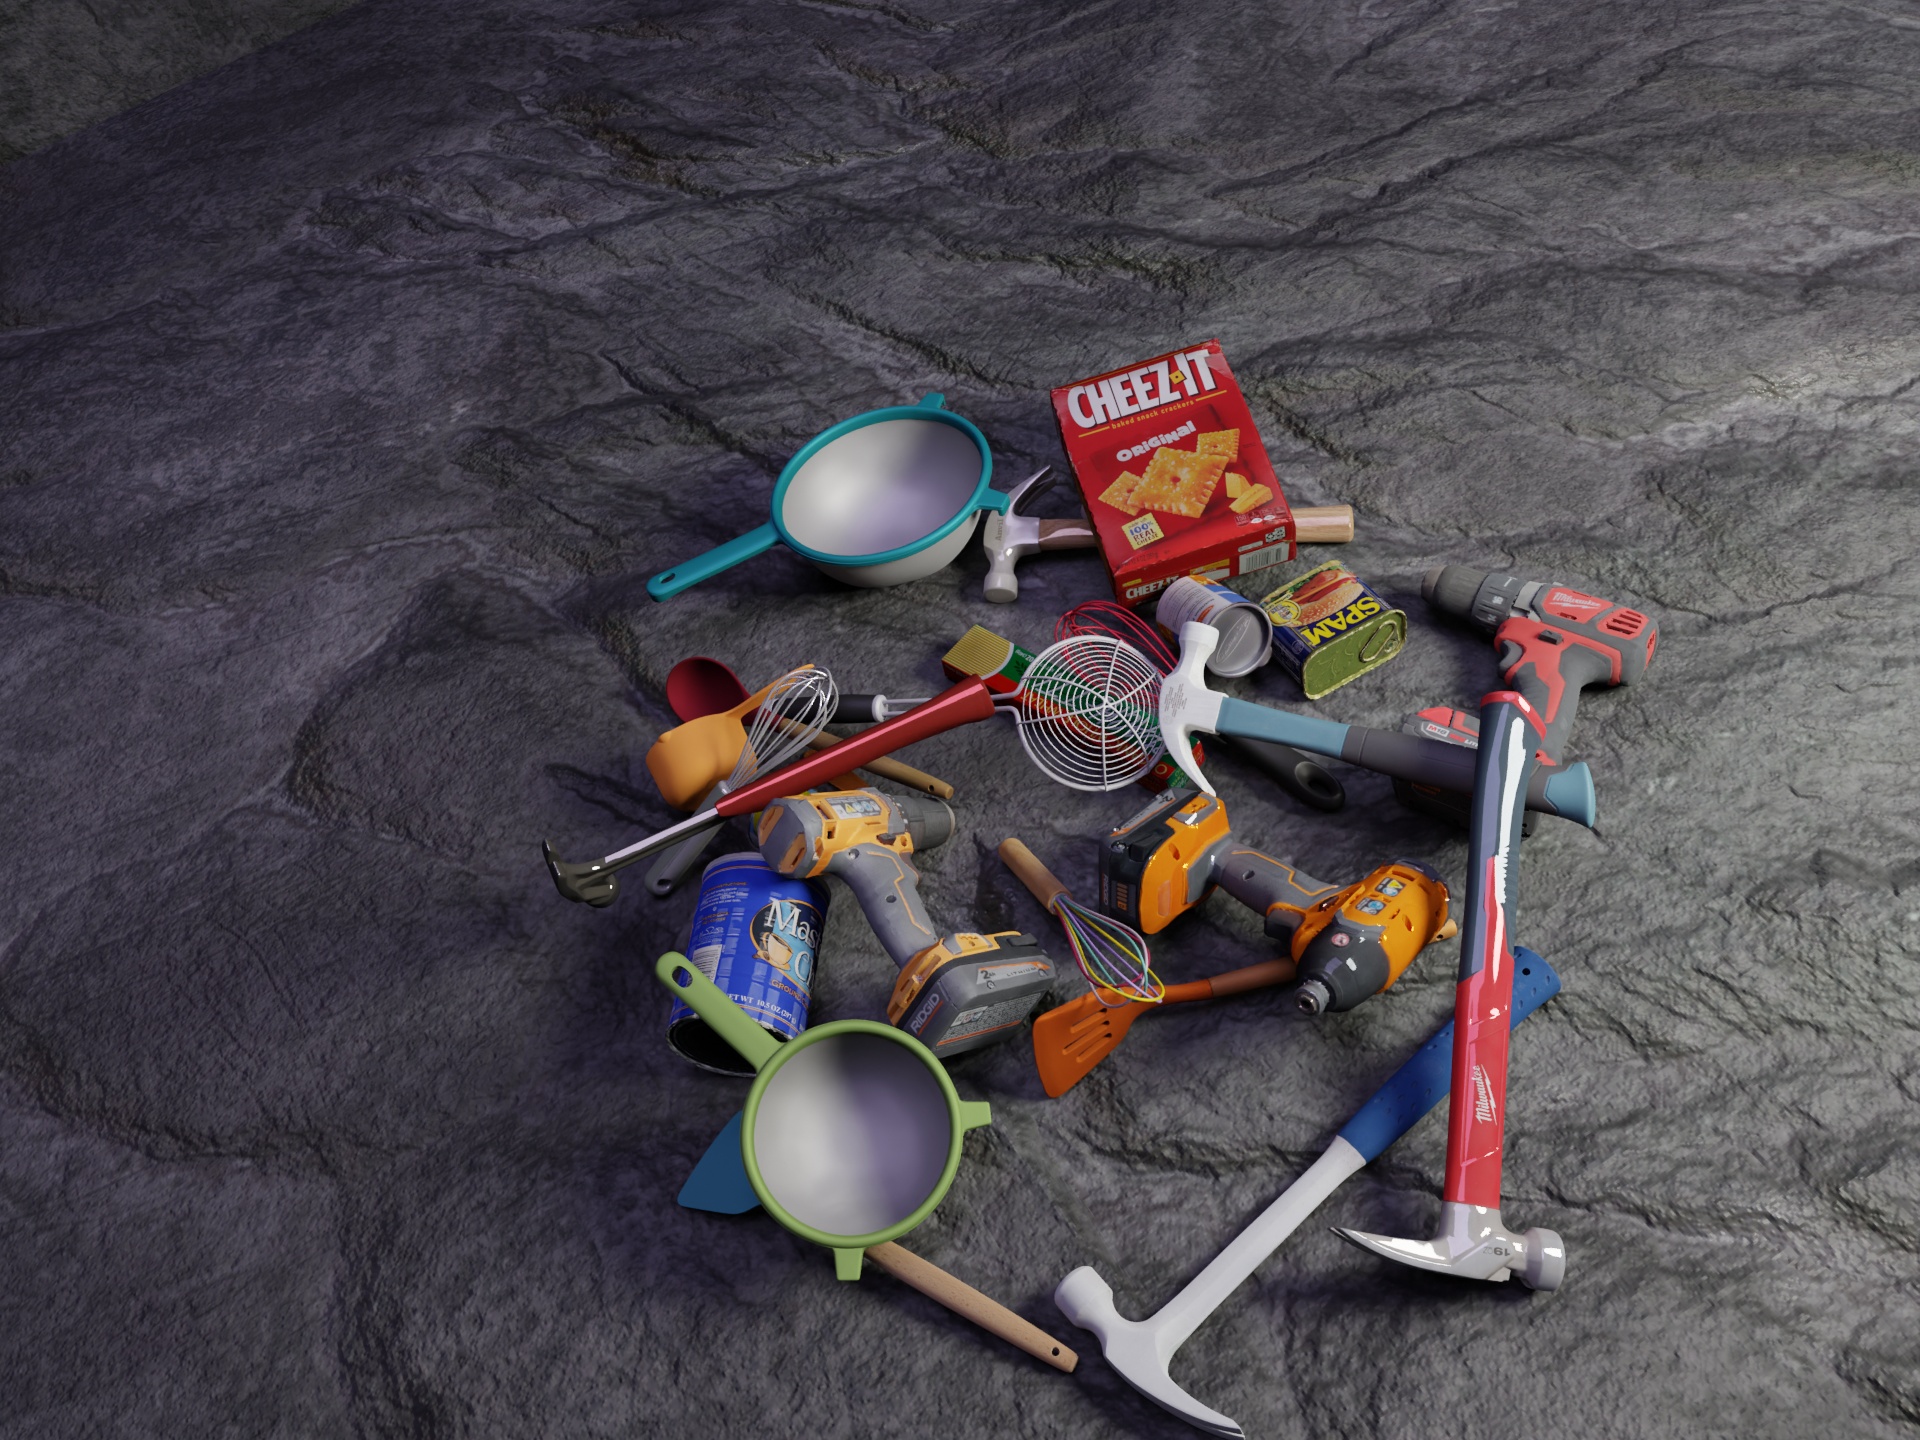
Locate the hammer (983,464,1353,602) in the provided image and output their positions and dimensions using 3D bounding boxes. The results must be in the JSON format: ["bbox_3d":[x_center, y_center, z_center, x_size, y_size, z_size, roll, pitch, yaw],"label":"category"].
[{"bbox_3d":[0.186,-0.175,1.445,0.331,0.031,0.130,-1,65,11],"label":"hammer"}]

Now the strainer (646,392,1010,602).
[{"bbox_3d":[-0.123,-0.166,1.489,0.340,0.095,0.211,-25,48,-3],"label":"strainer"}]

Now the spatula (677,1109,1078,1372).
[{"bbox_3d":[-0.058,0.366,1.100,0.318,0.044,0.082,23,60,23],"label":"spatula"}]

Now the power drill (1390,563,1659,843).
[{"bbox_3d":[0.419,-0.029,1.252,0.188,0.080,0.227,24,59,29],"label":"power drill"}]

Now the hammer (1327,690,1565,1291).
[{"bbox_3d":[0.332,0.163,1.050,0.143,0.038,0.386,10,73,0],"label":"hammer"}]

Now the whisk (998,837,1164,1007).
[{"bbox_3d":[0.080,0.143,1.176,0.047,0.051,0.245,-21,27,-14],"label":"whisk"}]

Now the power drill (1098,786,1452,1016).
[{"bbox_3d":[0.211,0.133,1.131,0.227,0.084,0.164,18,34,35],"label":"power drill"}]

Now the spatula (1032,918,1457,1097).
[{"bbox_3d":[0.207,0.194,1.149,0.322,0.081,0.041,-14,33,-3],"label":"spatula"}]

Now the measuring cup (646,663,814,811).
[{"bbox_3d":[-0.183,0.017,1.341,0.173,0.095,0.052,-33,69,16],"label":"measuring cup"}]

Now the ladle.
[{"bbox_3d":[-0.133,0.012,1.364,0.316,0.069,0.031,21,19,33],"label":"ladle"}]

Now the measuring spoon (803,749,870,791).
[{"bbox_3d":[-0.095,0.055,1.362,0.021,0.011,0.117,-44,51,-18],"label":"measuring spoon"}]

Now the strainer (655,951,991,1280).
[{"bbox_3d":[-0.114,0.255,1.110,0.256,0.069,0.151,39,74,13],"label":"strainer"}]

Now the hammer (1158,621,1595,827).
[{"bbox_3d":[0.300,0.018,1.178,0.331,0.033,0.128,14,85,29],"label":"hammer"}]

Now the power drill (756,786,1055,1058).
[{"bbox_3d":[-0.027,0.138,1.204,0.226,0.185,0.084,48,120,29],"label":"power drill"}]

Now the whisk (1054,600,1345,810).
[{"bbox_3d":[0.194,-0.013,1.312,0.296,0.073,0.073,37,69,28],"label":"whisk"}]

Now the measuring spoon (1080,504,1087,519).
[{"bbox_3d":[0.171,-0.198,1.482,0.124,0.018,0.034,7,55,22],"label":"measuring spoon"}]

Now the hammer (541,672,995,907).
[{"bbox_3d":[-0.141,0.049,1.224,0.359,0.149,0.037,-25,76,-8],"label":"hammer"}]

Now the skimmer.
[{"bbox_3d":[-0.002,-0.004,1.345,0.363,0.090,0.127,-1,77,34],"label":"skimmer"}]

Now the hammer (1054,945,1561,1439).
[{"bbox_3d":[0.258,0.298,1.061,0.405,0.035,0.144,-38,53,-16],"label":"hammer"}]

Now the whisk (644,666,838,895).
[{"bbox_3d":[-0.182,0.052,1.301,0.246,0.057,0.059,-50,38,14],"label":"whisk"}]
